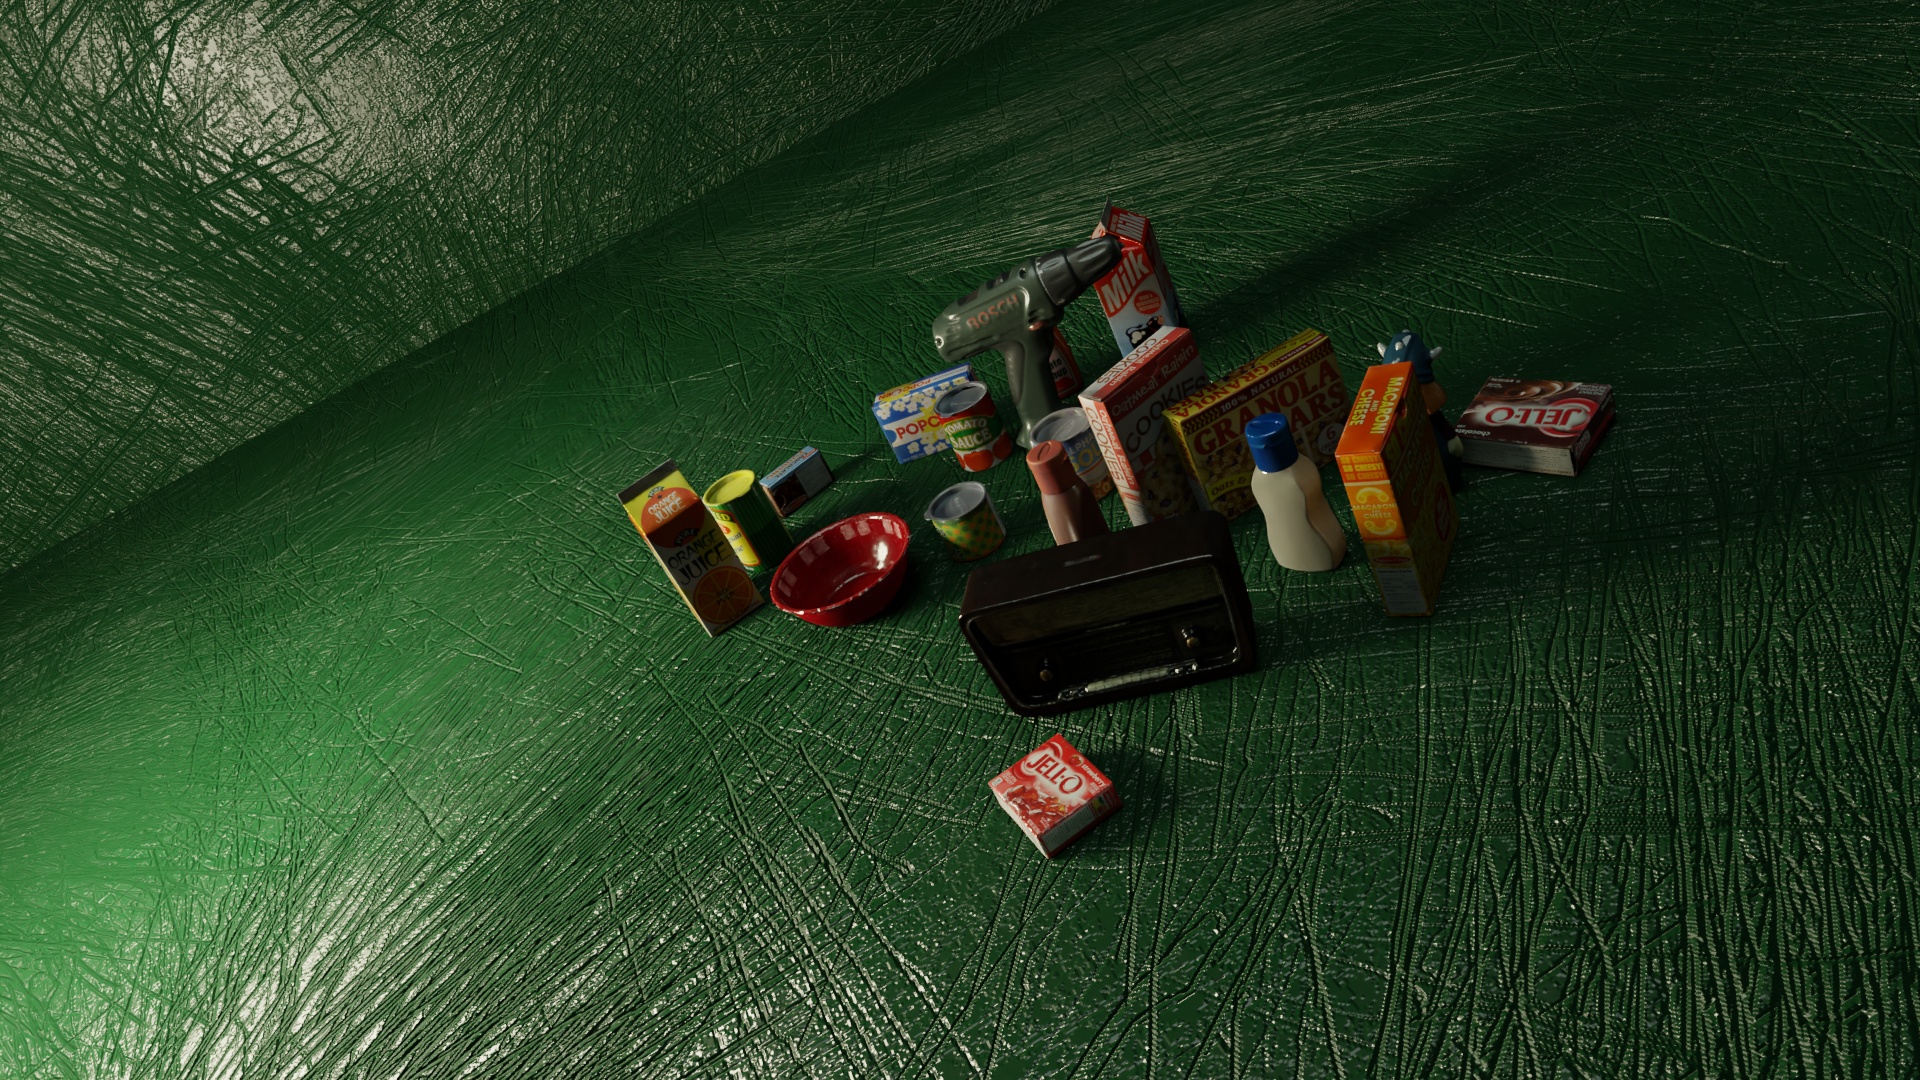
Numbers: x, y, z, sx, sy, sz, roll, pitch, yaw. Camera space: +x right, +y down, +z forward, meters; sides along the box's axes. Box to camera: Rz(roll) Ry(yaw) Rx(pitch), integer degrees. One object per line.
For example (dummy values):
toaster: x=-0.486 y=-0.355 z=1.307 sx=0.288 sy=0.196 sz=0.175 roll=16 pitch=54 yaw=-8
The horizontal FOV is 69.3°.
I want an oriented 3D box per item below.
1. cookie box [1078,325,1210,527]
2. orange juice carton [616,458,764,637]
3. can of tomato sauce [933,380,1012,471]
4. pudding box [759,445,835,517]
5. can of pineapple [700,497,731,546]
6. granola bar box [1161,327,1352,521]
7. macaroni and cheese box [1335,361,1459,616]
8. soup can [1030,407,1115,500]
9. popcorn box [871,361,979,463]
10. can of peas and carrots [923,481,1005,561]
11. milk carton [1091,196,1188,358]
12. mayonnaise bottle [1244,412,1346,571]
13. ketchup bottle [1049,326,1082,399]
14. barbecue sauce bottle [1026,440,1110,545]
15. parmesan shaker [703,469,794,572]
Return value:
cookie box: x=0.195 y=-0.103 z=1.334 sx=0.123 sy=0.166 sz=0.040 roll=-40 pitch=33 yaw=-21
orange juice carton: x=-0.298 y=0.005 z=1.522 sx=0.072 sy=0.192 sz=0.073 roll=-35 pitch=31 yaw=-13
can of tomato sauce: x=0.015 y=-0.129 z=1.595 sx=0.071 sy=0.082 sz=0.071 roll=-20 pitch=31 yaw=12
pudding box: x=-0.201 y=-0.073 z=1.708 sx=0.084 sy=0.049 sz=0.030 roll=-40 pitch=32 yaw=-21
can of pineapple: x=-0.317 y=-0.010 z=1.692 sx=0.071 sy=0.057 sz=0.071 roll=-19 pitch=31 yaw=12
granola bar box: x=0.287 y=-0.106 z=1.310 sx=0.166 sy=0.123 sz=0.039 roll=-30 pitch=30 yaw=-5
macaroni and cheese box: x=0.355 y=-0.041 z=1.116 sx=0.040 sy=0.165 sz=0.124 roll=-4 pitch=37 yaw=34
soup can: x=0.120 y=-0.086 z=1.447 sx=0.071 sy=0.083 sz=0.072 roll=-20 pitch=31 yaw=12
popcorn box: x=-0.030 y=-0.152 z=1.662 sx=0.126 sy=0.085 sz=0.038 roll=-18 pitch=31 yaw=15
can of peas and carrots: x=0.005 y=-0.018 z=1.456 sx=0.071 sy=0.058 sz=0.071 roll=-19 pitch=31 yaw=12
milk carton: x=0.199 y=-0.302 z=1.610 sx=0.073 sy=0.189 sz=0.073 roll=-13 pitch=33 yaw=22
mayonnaise bottle: x=0.282 y=-0.040 z=1.189 sx=0.065 sy=0.147 sz=0.041 roll=5 pitch=43 yaw=42
ketchup bottle: x=0.090 y=-0.235 z=1.633 sx=0.064 sy=0.148 sz=0.044 roll=-20 pitch=31 yaw=12
barbecue sauce bottle: x=0.106 y=-0.025 z=1.300 sx=0.043 sy=0.148 sz=0.065 roll=-7 pitch=35 yaw=30
parmesan shaker: x=-0.242 y=-0.021 z=1.607 sx=0.071 sy=0.102 sz=0.072 roll=-20 pitch=31 yaw=12
